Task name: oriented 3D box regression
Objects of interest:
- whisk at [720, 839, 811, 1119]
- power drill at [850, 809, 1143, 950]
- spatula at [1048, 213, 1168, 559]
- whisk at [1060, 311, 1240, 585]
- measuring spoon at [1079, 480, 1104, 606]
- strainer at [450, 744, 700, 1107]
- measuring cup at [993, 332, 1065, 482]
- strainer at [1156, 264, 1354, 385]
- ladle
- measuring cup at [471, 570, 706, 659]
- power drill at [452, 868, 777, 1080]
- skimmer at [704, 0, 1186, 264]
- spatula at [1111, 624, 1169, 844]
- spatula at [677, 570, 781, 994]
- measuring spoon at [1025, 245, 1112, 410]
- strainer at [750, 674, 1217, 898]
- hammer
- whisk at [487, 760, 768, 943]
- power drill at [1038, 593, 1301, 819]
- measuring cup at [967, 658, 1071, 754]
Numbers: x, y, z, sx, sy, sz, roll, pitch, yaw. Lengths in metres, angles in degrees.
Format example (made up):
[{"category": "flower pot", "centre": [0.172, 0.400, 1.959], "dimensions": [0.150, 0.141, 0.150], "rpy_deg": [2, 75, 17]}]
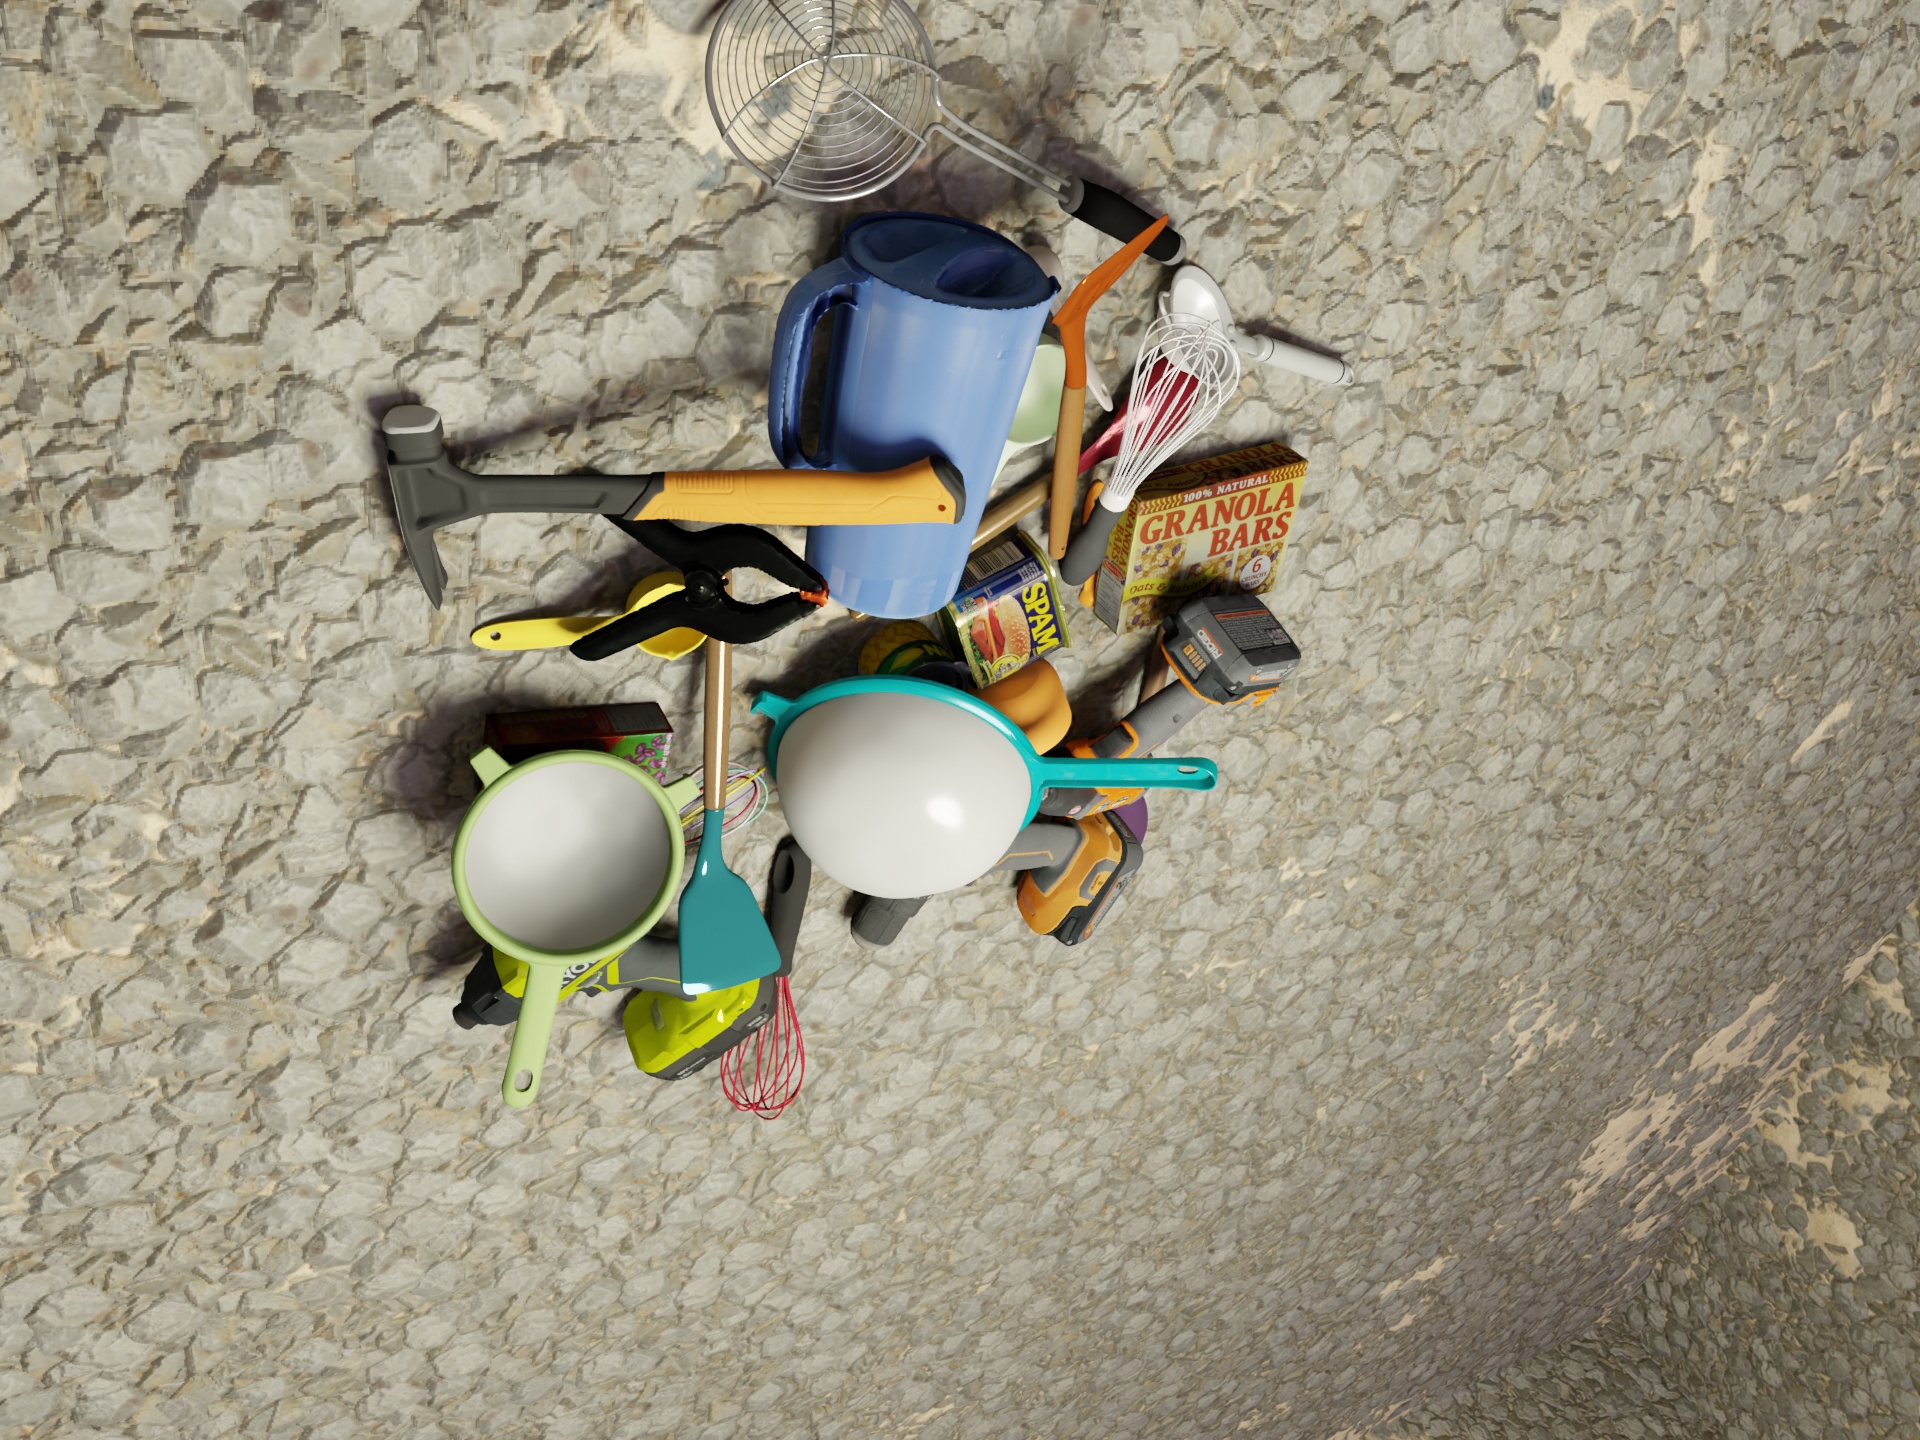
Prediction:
[{"category": "whisk", "centre": [-0.157, 0.224, 1.342], "dimensions": [0.073, 0.073, 0.295], "rpy_deg": [-7, 124, -29]}, {"category": "power drill", "centre": [0.025, 0.135, 1.371], "dimensions": [0.226, 0.084, 0.185], "rpy_deg": [16, 116, -37]}, {"category": "spatula", "centre": [0.081, -0.205, 1.064], "dimensions": [0.081, 0.041, 0.322], "rpy_deg": [-42, 158, -23]}, {"category": "whisk", "centre": [0.121, -0.182, 1.128], "dimensions": [0.070, 0.070, 0.284], "rpy_deg": [-13, 155, -24]}, {"category": "measuring spoon", "centre": [0.105, -0.135, 1.238], "dimensions": [0.021, 0.011, 0.116], "rpy_deg": [-18, 134, -20]}, {"category": "strainer", "centre": [-0.279, 0.133, 1.079], "dimensions": [0.151, 0.069, 0.256], "rpy_deg": [9, 103, -25]}, {"category": "measuring cup", "centre": [0.020, -0.196, 1.111], "dimensions": [0.083, 0.038, 0.167], "rpy_deg": [15, 119, -41]}, {"category": "strainer", "centre": [0.214, -0.274, 1.170], "dimensions": [0.258, 0.050, 0.087], "rpy_deg": [3, 81, -42]}, {"category": "ladle", "centre": [0.050, -0.165, 1.167], "dimensions": [0.315, 0.031, 0.069], "rpy_deg": [-34, 141, -1]}, {"category": "measuring cup", "centre": [-0.245, -0.068, 1.060], "dimensions": [0.156, 0.029, 0.062], "rpy_deg": [-6, 126, -14]}, {"category": "power drill", "centre": [-0.260, 0.201, 1.215], "dimensions": [0.171, 0.080, 0.223], "rpy_deg": [-37, 143, 13]}, {"category": "skimmer", "centre": [0.009, -0.343, 0.975], "dimensions": [0.363, 0.090, 0.127], "rpy_deg": [6, 96, -50]}, {"category": "spatula", "centre": [0.159, 0.025, 1.408], "dimensions": [0.059, 0.018, 0.315], "rpy_deg": [-10, 132, -22]}, {"category": "spatula", "centre": [-0.168, 0.041, 1.130], "dimensions": [0.082, 0.044, 0.317], "rpy_deg": [-10, 115, -34]}, {"category": "measuring spoon", "centre": [0.079, -0.263, 1.065], "dimensions": [0.018, 0.034, 0.124], "rpy_deg": [-15, 120, 32]}, {"category": "strainer", "centre": [0.014, 0.068, 1.161], "dimensions": [0.340, 0.095, 0.210], "rpy_deg": [-1, 138, 15]}, {"category": "hammer", "centre": [-0.165, -0.128, 0.957], "dimensions": [0.337, 0.034, 0.127], "rpy_deg": [-1, 131, -4]}, {"category": "whisk", "centre": [-0.247, 0.103, 1.191], "dimensions": [0.245, 0.047, 0.051], "rpy_deg": [-33, 126, 1]}, {"category": "power drill", "centre": [0.149, -0.001, 1.277], "dimensions": [0.226, 0.084, 0.164], "rpy_deg": [-45, 161, 31]}, {"category": "measuring cup", "centre": [-0.002, -0.004, 1.244], "dimensions": [0.173, 0.095, 0.052], "rpy_deg": [-14, 128, 2]}]
